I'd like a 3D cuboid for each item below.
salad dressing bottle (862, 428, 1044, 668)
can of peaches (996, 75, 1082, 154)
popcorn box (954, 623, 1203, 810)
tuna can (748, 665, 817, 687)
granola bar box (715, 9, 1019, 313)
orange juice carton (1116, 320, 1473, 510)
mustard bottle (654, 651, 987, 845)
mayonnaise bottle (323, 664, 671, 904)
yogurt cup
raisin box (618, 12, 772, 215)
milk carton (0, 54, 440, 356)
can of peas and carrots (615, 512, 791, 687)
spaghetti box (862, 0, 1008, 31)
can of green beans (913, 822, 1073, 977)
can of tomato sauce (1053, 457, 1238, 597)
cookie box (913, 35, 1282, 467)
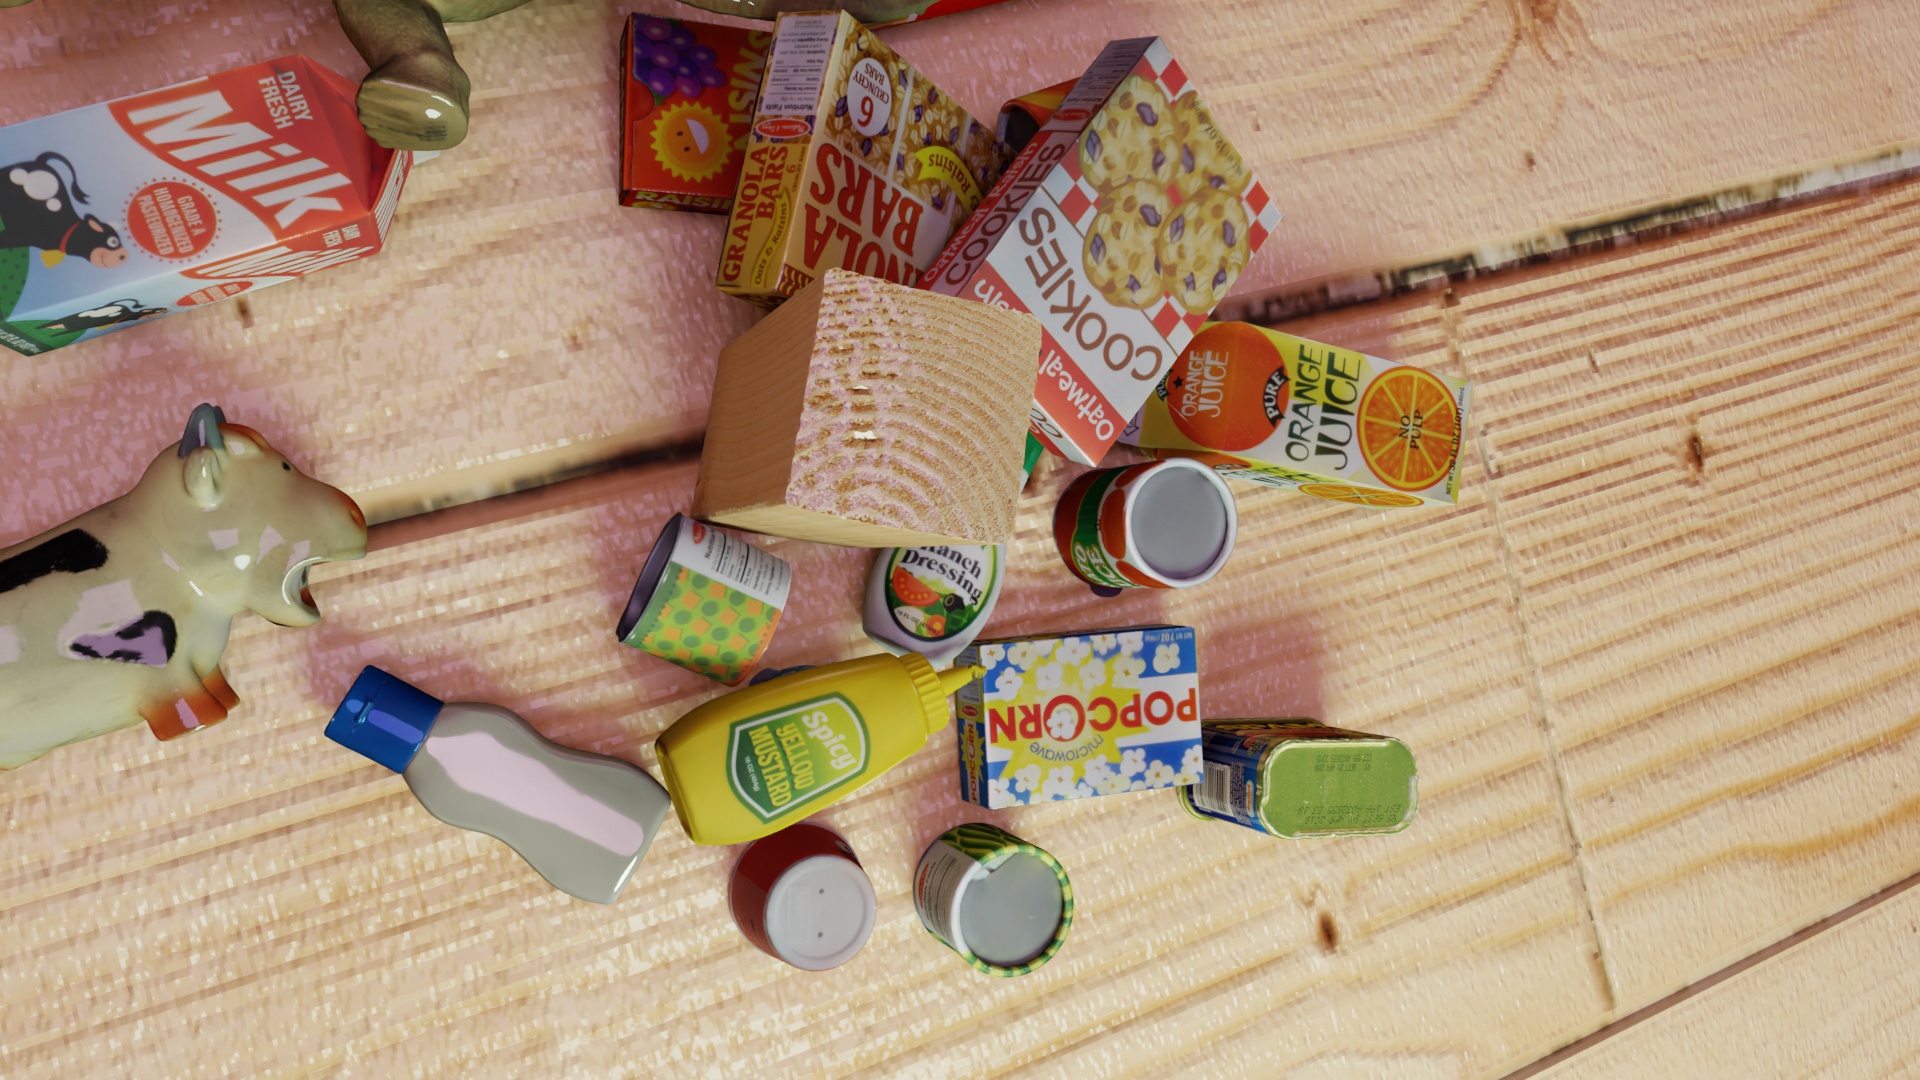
[{"bbox_3d":[0.003,-0.009,0.709,0.064,0.044,0.148,28,76,-4],"label":"salad dressing bottle"},{"bbox_3d":[0.060,-0.205,0.723,0.058,0.071,0.071,-24,97,-18],"label":"can of peaches"},{"bbox_3d":[0.064,0.091,0.731,0.127,0.038,0.085,-3,90,-20],"label":"popcorn box"},{"bbox_3d":[-0.074,0.093,0.683,0.071,0.033,0.071,0,88,-21],"label":"tuna can"},{"bbox_3d":[-0.037,-0.152,0.649,0.165,0.039,0.124,16,86,-59],"label":"granola bar box"},{"bbox_3d":[0.176,-0.069,0.760,0.193,0.073,0.072,11,85,-19],"label":"orange juice carton"},{"bbox_3d":[-0.057,0.086,0.644,0.161,0.049,0.065,-21,98,-20],"label":"mustard bottle"},{"bbox_3d":[-0.209,0.107,0.630,0.148,0.041,0.065,32,77,-15],"label":"mayonnaise bottle"},{"bbox_3d":[-0.073,0.174,0.670,0.072,0.054,0.072,1,88,-20],"label":"yogurt cup"},{"bbox_3d":[-0.103,-0.203,0.679,0.123,0.040,0.086,1,89,-20],"label":"raisin box"},{"bbox_3d":[-0.313,-0.145,0.582,0.191,0.072,0.073,-23,96,-20],"label":"milk carton"},{"bbox_3d":[-0.121,0.030,0.652,0.059,0.071,0.071,26,80,-18],"label":"can of peas and carrots"},{"bbox_3d":[0.037,-0.314,0.730,0.251,0.029,0.050,-19,126,-20],"label":"spaghetti box"},{"bbox_3d":[0.016,0.180,0.700,0.071,0.058,0.071,1,88,-20],"label":"can of green beans"},{"bbox_3d":[0.095,-0.006,0.722,0.071,0.083,0.071,1,88,-20],"label":"can of tomato sauce"},{"bbox_3d":[0.069,-0.138,0.676,0.122,0.040,0.168,44,78,-34],"label":"cookie box"}]
